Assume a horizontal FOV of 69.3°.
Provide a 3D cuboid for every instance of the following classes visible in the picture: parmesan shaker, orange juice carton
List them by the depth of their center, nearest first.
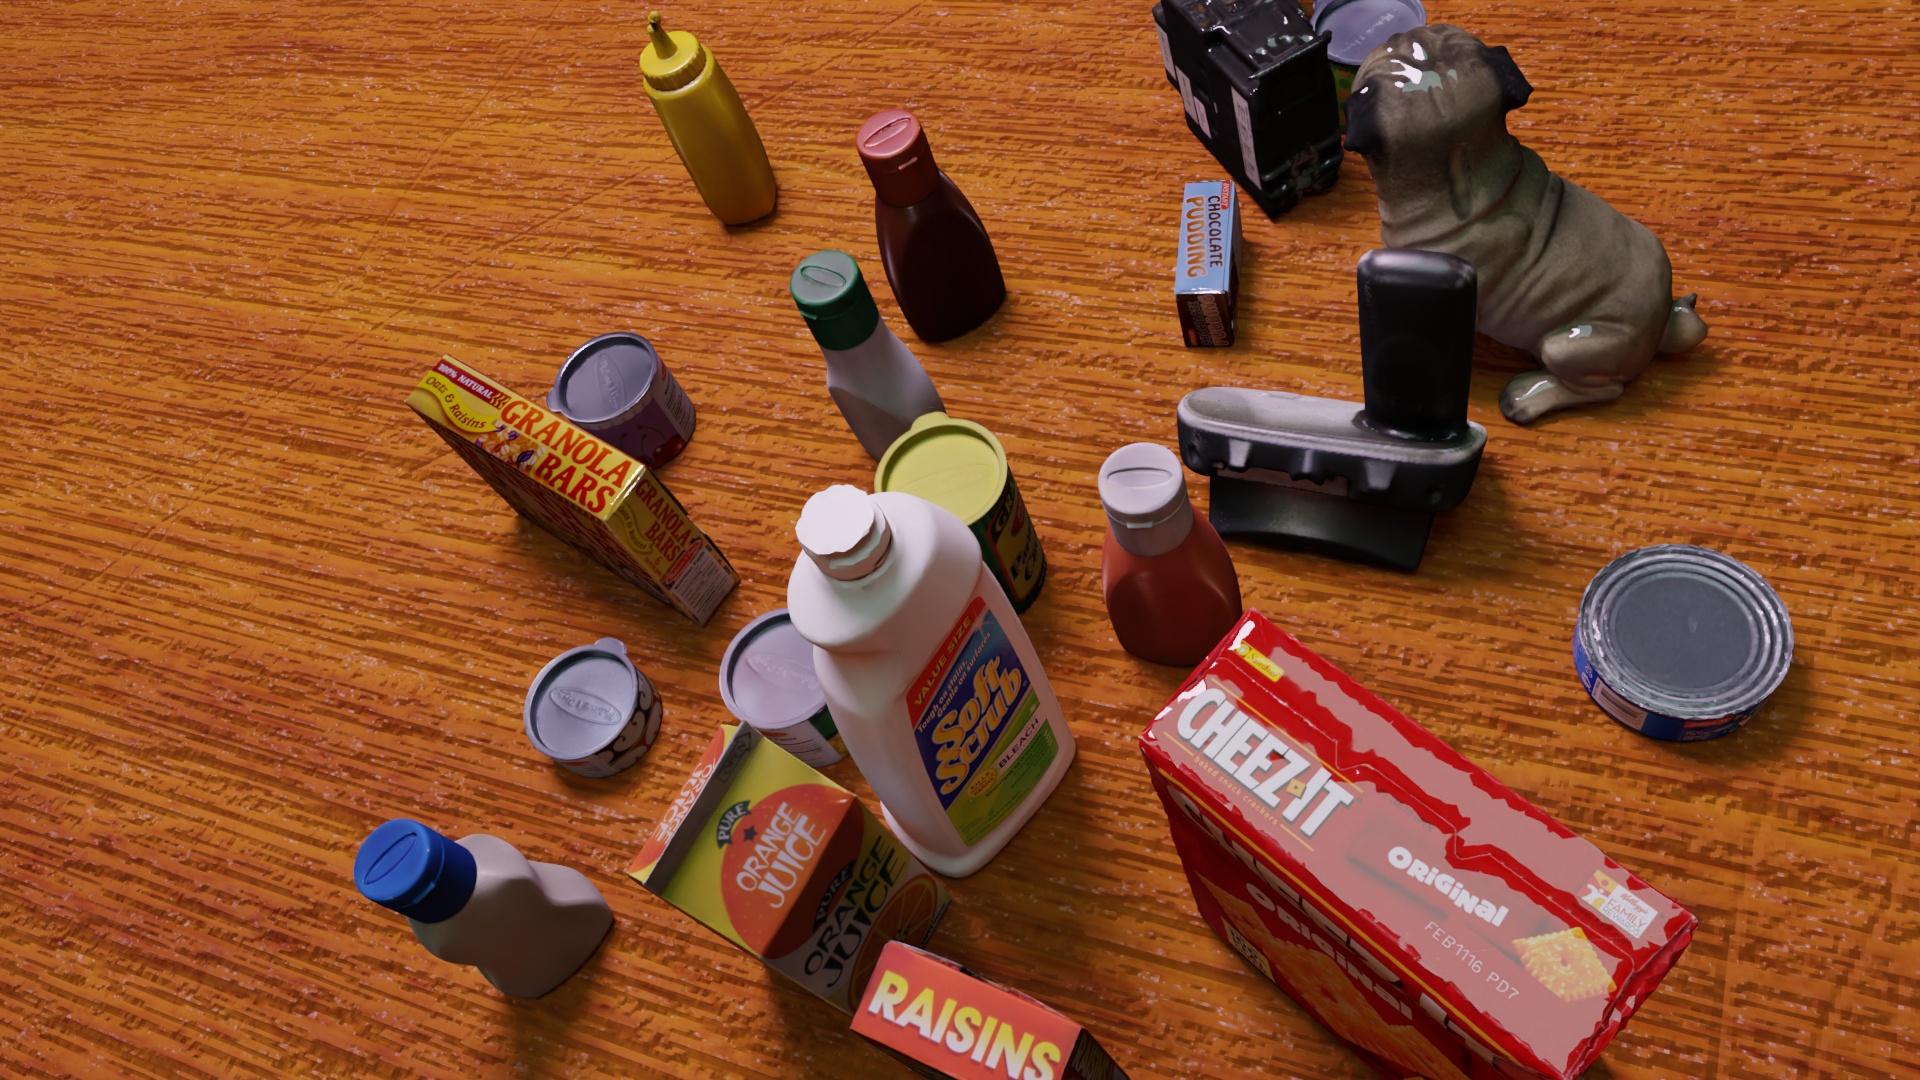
[{"bbox_3d":[-0.074,0.141,0.590,0.073,0.192,0.072,22,69,26],"label":"orange juice carton"},{"bbox_3d":[0.003,-0.009,0.709,0.071,0.102,0.071,-7,59,12],"label":"parmesan shaker"}]

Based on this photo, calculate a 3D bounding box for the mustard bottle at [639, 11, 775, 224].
[{"bbox_3d":[-0.164,-0.271,0.878,0.049,0.159,0.065,-17,58,7],"label":"mustard bottle"}]

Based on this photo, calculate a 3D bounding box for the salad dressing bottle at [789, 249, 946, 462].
[{"bbox_3d":[-0.050,-0.095,0.749,0.064,0.147,0.044,23,70,27],"label":"salad dressing bottle"}]

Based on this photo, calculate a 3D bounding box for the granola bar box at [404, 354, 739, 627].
[{"bbox_3d":[-0.213,-0.028,0.771,0.166,0.123,0.039,27,72,28],"label":"granola bar box"}]

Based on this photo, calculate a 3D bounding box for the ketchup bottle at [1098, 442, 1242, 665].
[{"bbox_3d":[0.094,0.010,0.644,0.065,0.148,0.044,-1,61,16],"label":"ketchup bottle"}]

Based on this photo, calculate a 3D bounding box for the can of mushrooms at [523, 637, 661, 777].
[{"bbox_3d":[-0.197,0.090,0.751,0.071,0.033,0.071,-7,59,12],"label":"can of mushrooms"}]

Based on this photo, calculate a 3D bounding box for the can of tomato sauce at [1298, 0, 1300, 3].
[{"bbox_3d":[0.178,-0.354,0.873,0.071,0.082,0.071,-7,59,12],"label":"can of tomato sauce"}]

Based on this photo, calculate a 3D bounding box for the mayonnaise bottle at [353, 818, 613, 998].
[{"bbox_3d":[-0.220,0.168,0.644,0.065,0.147,0.041,-45,59,-11],"label":"mayonnaise bottle"}]

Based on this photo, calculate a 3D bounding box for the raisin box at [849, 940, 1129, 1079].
[{"bbox_3d":[0.016,0.209,0.565,0.086,0.123,0.040,17,67,24],"label":"raisin box"}]

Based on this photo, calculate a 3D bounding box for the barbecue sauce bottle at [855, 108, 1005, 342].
[{"bbox_3d":[-0.020,-0.178,0.788,0.065,0.148,0.044,-32,57,-3],"label":"barbecue sauce bottle"}]

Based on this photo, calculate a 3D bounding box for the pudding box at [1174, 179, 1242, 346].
[{"bbox_3d":[0.142,-0.157,0.788,0.030,0.049,0.084,0,61,17],"label":"pudding box"}]

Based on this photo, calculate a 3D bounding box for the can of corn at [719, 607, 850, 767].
[{"bbox_3d":[-0.080,0.074,0.711,0.071,0.058,0.071,-7,59,12],"label":"can of corn"}]

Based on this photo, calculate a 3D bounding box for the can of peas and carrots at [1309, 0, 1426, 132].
[{"bbox_3d":[0.241,-0.288,0.830,0.071,0.058,0.071,-7,59,12],"label":"can of peas and carrots"}]

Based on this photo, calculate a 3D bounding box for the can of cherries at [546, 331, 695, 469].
[{"bbox_3d":[-0.204,-0.082,0.839,0.071,0.058,0.072,-7,59,12],"label":"can of cherries"}]
